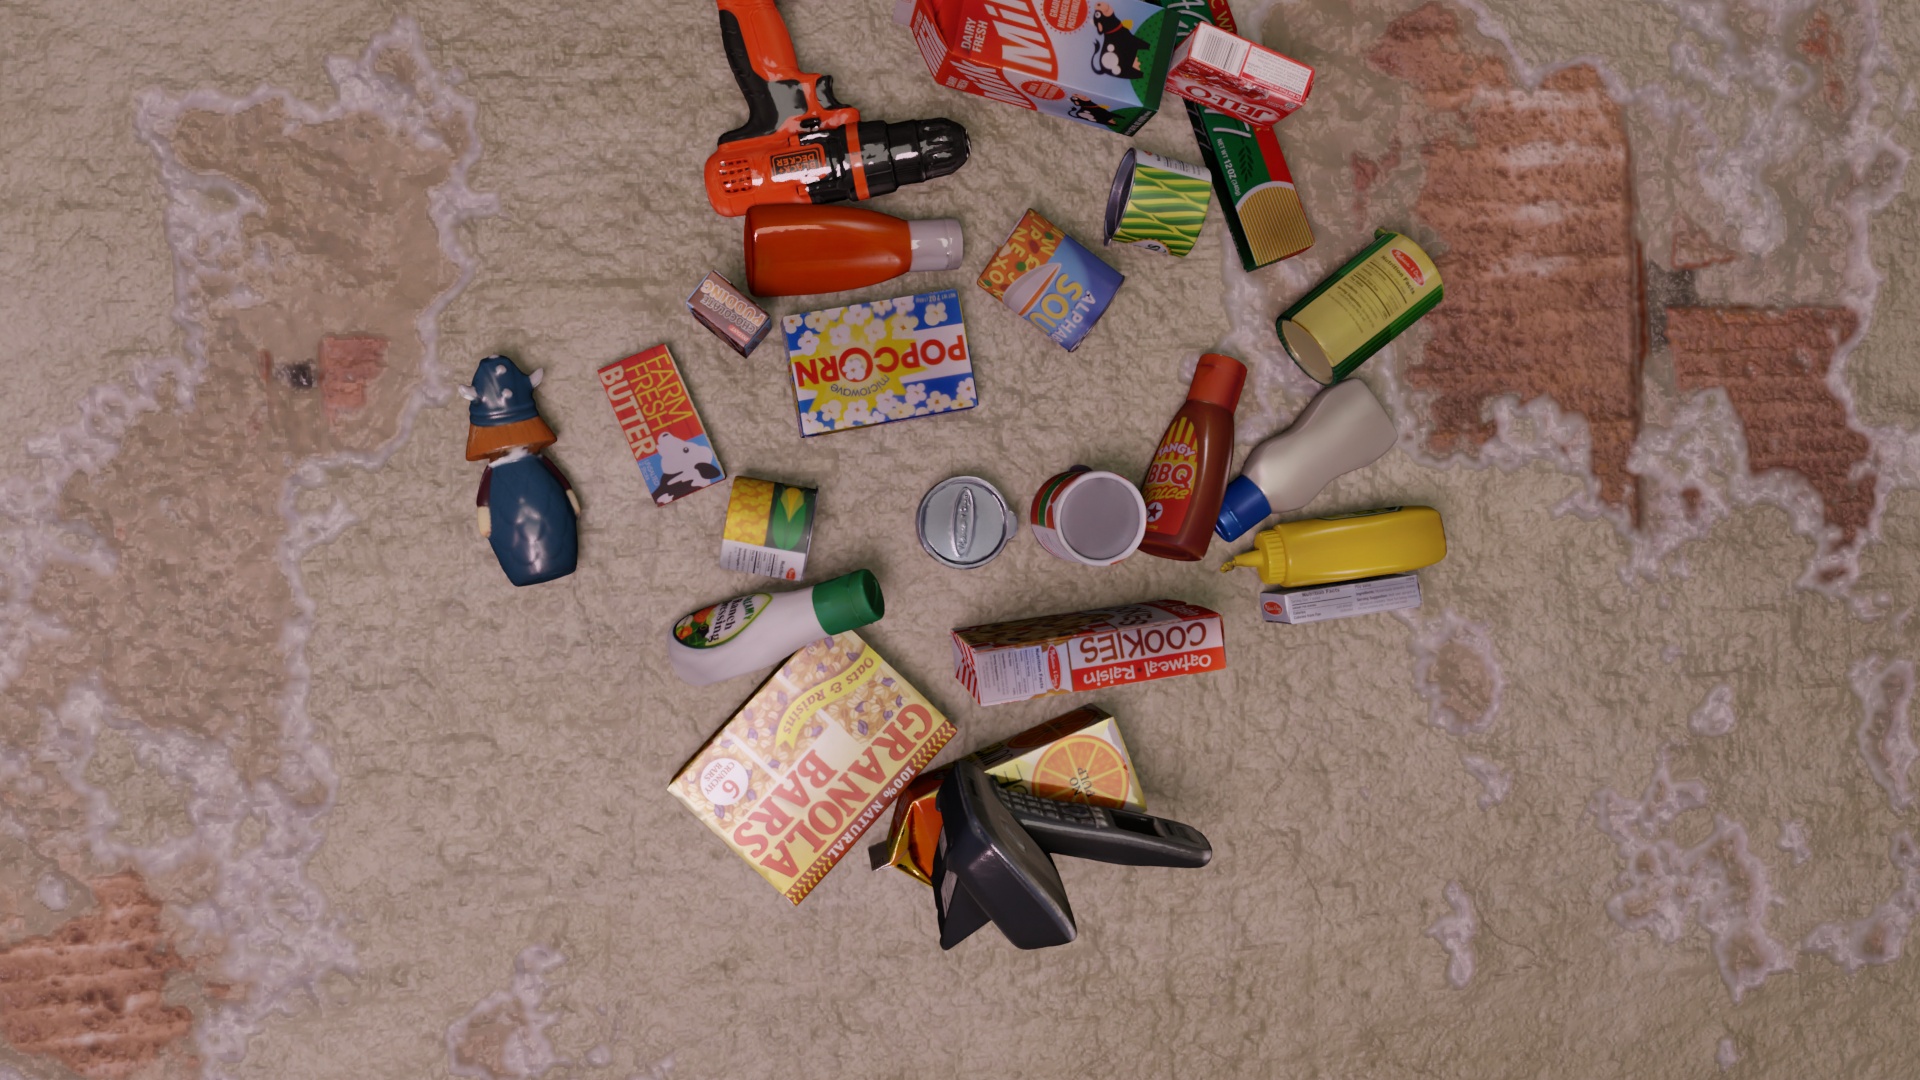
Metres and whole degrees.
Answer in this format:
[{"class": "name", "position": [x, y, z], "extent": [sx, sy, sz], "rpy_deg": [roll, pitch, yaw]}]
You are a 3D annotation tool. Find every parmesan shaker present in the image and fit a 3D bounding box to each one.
[{"class": "parmesan shaker", "position": [0.288, -0.170, 1.011], "extent": [0.103, 0.071, 0.071], "rpy_deg": [-38, 96, -5]}]

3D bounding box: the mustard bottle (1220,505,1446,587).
[{"class": "mustard bottle", "position": [0.268, 0.006, 1.013], "extent": [0.160, 0.065, 0.049], "rpy_deg": [-8, 89, -4]}]

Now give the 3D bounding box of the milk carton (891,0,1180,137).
[{"class": "milk carton", "position": [0.047, -0.348, 0.969], "extent": [0.191, 0.072, 0.073], "rpy_deg": [13, 89, -8]}]

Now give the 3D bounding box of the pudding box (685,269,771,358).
[{"class": "pudding box", "position": [-0.156, -0.152, 0.939], "extent": [0.049, 0.083, 0.030], "rpy_deg": [39, 87, -8]}]

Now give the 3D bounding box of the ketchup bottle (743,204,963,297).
[{"class": "ketchup bottle", "position": [-0.074, -0.202, 0.964], "extent": [0.149, 0.064, 0.044], "rpy_deg": [-5, 49, -14]}]

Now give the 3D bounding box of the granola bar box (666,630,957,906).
[{"class": "granola bar box", "position": [-0.103, 0.151, 0.975], "extent": [0.124, 0.039, 0.165], "rpy_deg": [44, 85, -6]}]

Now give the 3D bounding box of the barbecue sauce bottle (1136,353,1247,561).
[{"class": "barbecue sauce bottle", "position": [0.168, -0.060, 1.000], "extent": [0.043, 0.065, 0.149], "rpy_deg": [27, 78, -36]}]

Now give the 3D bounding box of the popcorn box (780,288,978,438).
[{"class": "popcorn box", "position": [-0.057, -0.124, 0.976], "extent": [0.127, 0.038, 0.085], "rpy_deg": [-10, 93, -8]}]

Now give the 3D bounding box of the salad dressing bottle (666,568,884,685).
[{"class": "salad dressing bottle", "position": [-0.125, 0.057, 0.941], "extent": [0.147, 0.064, 0.043], "rpy_deg": [-18, 120, 15]}]

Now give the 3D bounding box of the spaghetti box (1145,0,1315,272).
[{"class": "spaghetti box", "position": [0.190, -0.321, 1.012], "extent": [0.050, 0.028, 0.249], "rpy_deg": [-22, 94, -7]}]

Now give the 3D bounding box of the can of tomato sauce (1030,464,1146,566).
[{"class": "can of tomato sauce", "position": [0.090, -0.018, 0.977], "extent": [0.071, 0.083, 0.071], "rpy_deg": [0, 92, -8]}]

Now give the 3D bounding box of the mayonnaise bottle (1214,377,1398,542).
[{"class": "mayonnaise bottle", "position": [0.245, -0.055, 1.020], "extent": [0.148, 0.041, 0.064], "rpy_deg": [-36, 96, -5]}]

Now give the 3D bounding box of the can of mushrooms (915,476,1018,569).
[{"class": "can of mushrooms", "position": [0.004, -0.012, 0.990], "extent": [0.071, 0.033, 0.071], "rpy_deg": [0, 91, -8]}]

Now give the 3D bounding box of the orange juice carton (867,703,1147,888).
[{"class": "orange juice carton", "position": [0.025, 0.187, 0.978], "extent": [0.193, 0.072, 0.073], "rpy_deg": [-22, 94, -7]}]

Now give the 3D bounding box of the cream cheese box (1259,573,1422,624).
[{"class": "cream cheese box", "position": [0.279, 0.043, 1.020], "extent": [0.104, 0.053, 0.024], "rpy_deg": [-8, 91, -8]}]

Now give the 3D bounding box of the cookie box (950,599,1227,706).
[{"class": "cookie box", "position": [0.084, 0.073, 0.958], "extent": [0.168, 0.123, 0.040], "rpy_deg": [-8, 94, -8]}]

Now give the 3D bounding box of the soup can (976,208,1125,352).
[{"class": "soup can", "position": [0.062, -0.181, 0.976], "extent": [0.084, 0.071, 0.071], "rpy_deg": [35, 87, -7]}]

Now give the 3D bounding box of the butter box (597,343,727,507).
[{"class": "butter box", "position": [-0.207, -0.080, 0.963], "extent": [0.053, 0.024, 0.103], "rpy_deg": [-24, 95, -7]}]

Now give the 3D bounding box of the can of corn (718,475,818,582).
[{"class": "can of corn", "position": [-0.131, -0.011, 0.956], "extent": [0.058, 0.071, 0.071], "rpy_deg": [10, 90, -8]}]

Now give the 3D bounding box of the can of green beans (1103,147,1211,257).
[{"class": "can of green beans", "position": [0.140, -0.240, 0.988], "extent": [0.058, 0.071, 0.071], "rpy_deg": [13, 90, -9]}]
